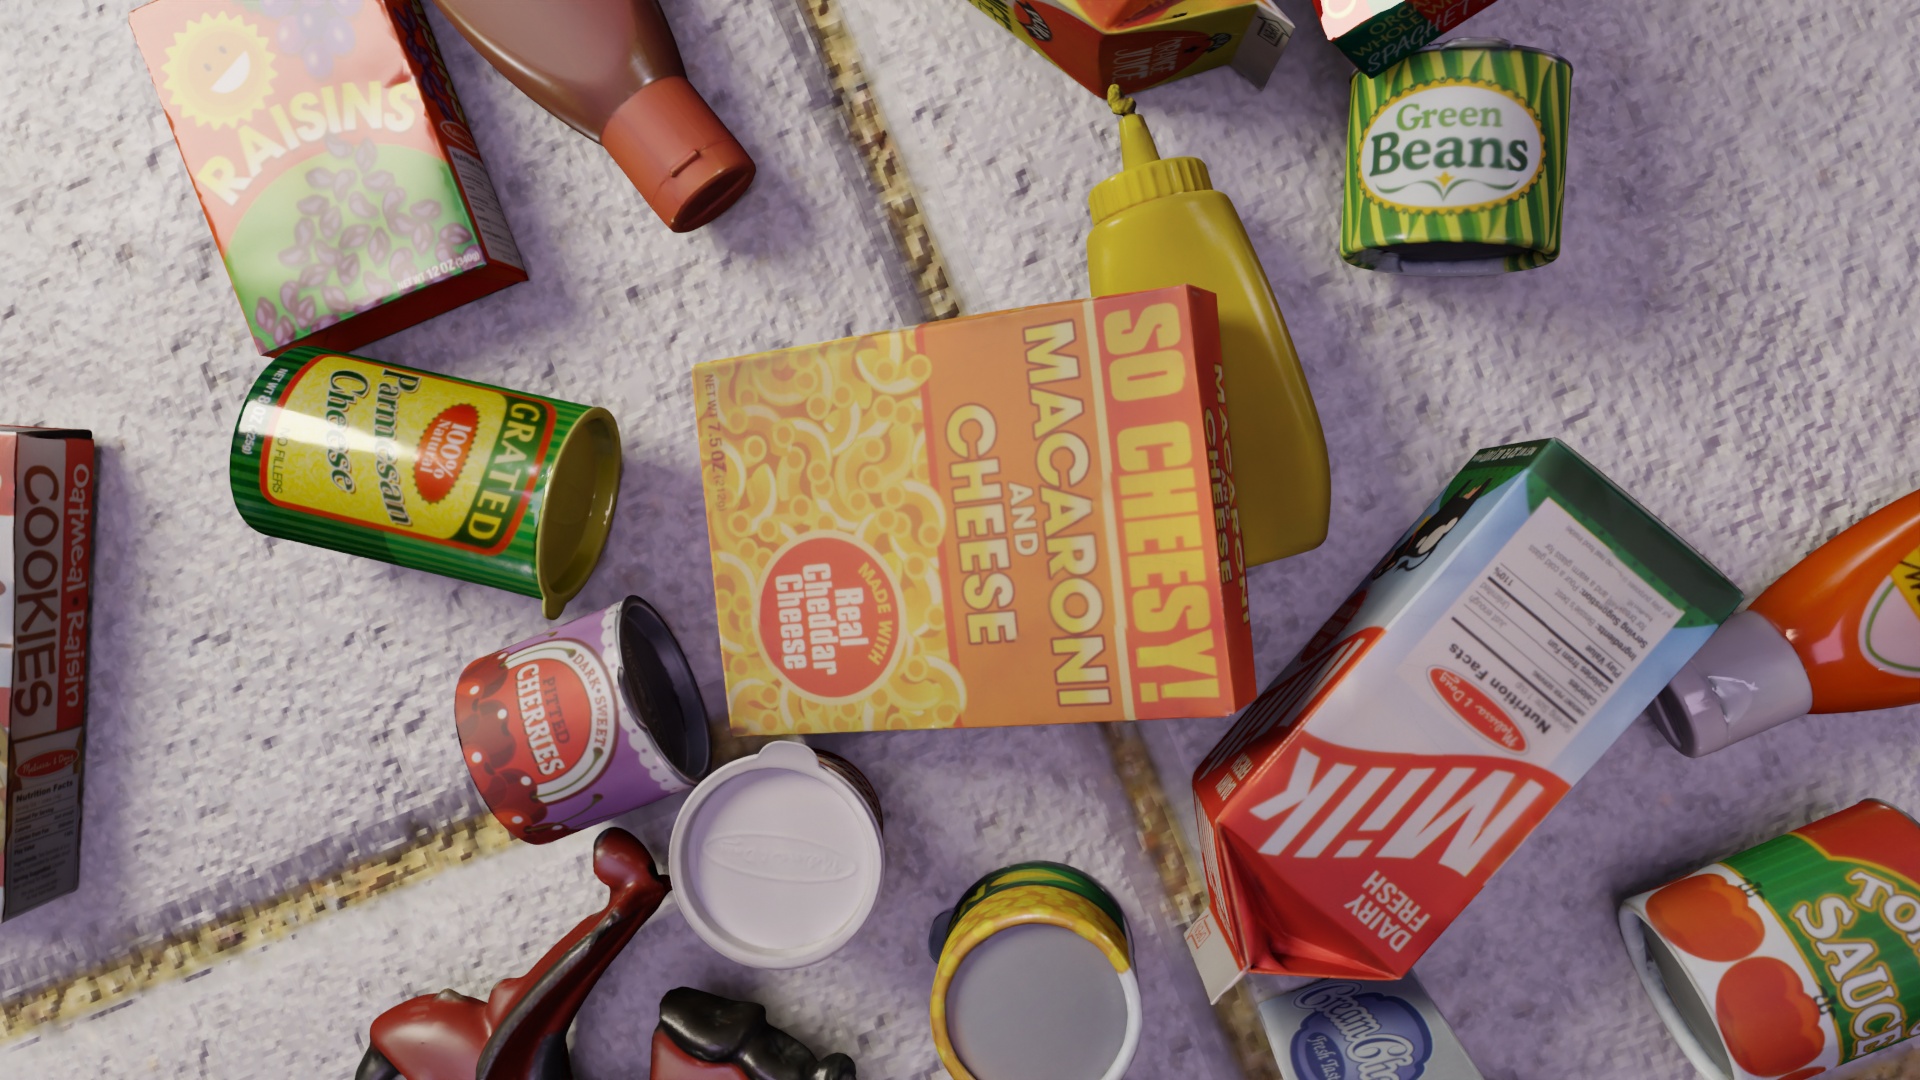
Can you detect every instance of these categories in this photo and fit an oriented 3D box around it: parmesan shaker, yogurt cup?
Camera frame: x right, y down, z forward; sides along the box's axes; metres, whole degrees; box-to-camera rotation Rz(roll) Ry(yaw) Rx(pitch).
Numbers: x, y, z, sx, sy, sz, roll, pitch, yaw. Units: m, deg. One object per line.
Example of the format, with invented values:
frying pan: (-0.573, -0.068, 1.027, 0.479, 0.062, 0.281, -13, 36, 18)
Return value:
parmesan shaker: (-0.173, -0.019, 0.455, 0.103, 0.071, 0.071, 12, 92, 4)
yogurt cup: (-0.056, 0.099, 0.455, 0.072, 0.054, 0.072, 0, 91, 4)

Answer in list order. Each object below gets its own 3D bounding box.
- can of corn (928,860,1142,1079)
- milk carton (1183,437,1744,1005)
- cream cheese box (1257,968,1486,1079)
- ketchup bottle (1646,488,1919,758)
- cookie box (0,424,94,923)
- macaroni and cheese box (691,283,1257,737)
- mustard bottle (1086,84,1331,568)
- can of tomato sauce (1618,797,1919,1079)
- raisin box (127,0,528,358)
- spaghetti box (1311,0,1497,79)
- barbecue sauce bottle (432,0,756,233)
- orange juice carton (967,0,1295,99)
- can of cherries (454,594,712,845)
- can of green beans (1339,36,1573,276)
can of corn: (0.022, 0.143, 0.449, 0.071, 0.058, 0.071, 0, 91, 4)
milk carton: (0.137, 0.063, 0.434, 0.073, 0.072, 0.190, 41, 92, 2)
cream cheese box: (0.125, 0.162, 0.420, 0.053, 0.104, 0.024, -22, 94, 5)
ketchup bottle: (0.291, 0.024, 0.437, 0.149, 0.043, 0.064, -24, 89, 4)
cookie box: (-0.374, 0.041, 0.484, 0.123, 0.040, 0.167, 4, 92, 4)
macaroni and cheese box: (0.002, -0.005, 0.432, 0.166, 0.040, 0.123, -6, 91, 24)
mustard bottle: (0.073, -0.070, 0.447, 0.065, 0.049, 0.160, -14, 89, 10)
can of tomato sauce: (0.260, 0.127, 0.427, 0.083, 0.071, 0.071, -24, 89, 4)
raisin box: (-0.212, -0.133, 0.471, 0.086, 0.040, 0.123, -21, 90, 5)
spaghetti box: (0.100, -0.262, 0.417, 0.050, 0.029, 0.250, -25, 74, 36)
barbecue sauce bottle: (-0.128, -0.171, 0.463, 0.065, 0.043, 0.148, -39, 89, 1)
orange juice carton: (0.024, -0.208, 0.438, 0.193, 0.072, 0.073, 38, 94, 3)
can of cherries: (-0.122, 0.058, 0.451, 0.058, 0.071, 0.071, -21, 90, 4)
can of green beans: (0.153, -0.116, 0.433, 0.071, 0.071, 0.057, 3, 92, 4)
